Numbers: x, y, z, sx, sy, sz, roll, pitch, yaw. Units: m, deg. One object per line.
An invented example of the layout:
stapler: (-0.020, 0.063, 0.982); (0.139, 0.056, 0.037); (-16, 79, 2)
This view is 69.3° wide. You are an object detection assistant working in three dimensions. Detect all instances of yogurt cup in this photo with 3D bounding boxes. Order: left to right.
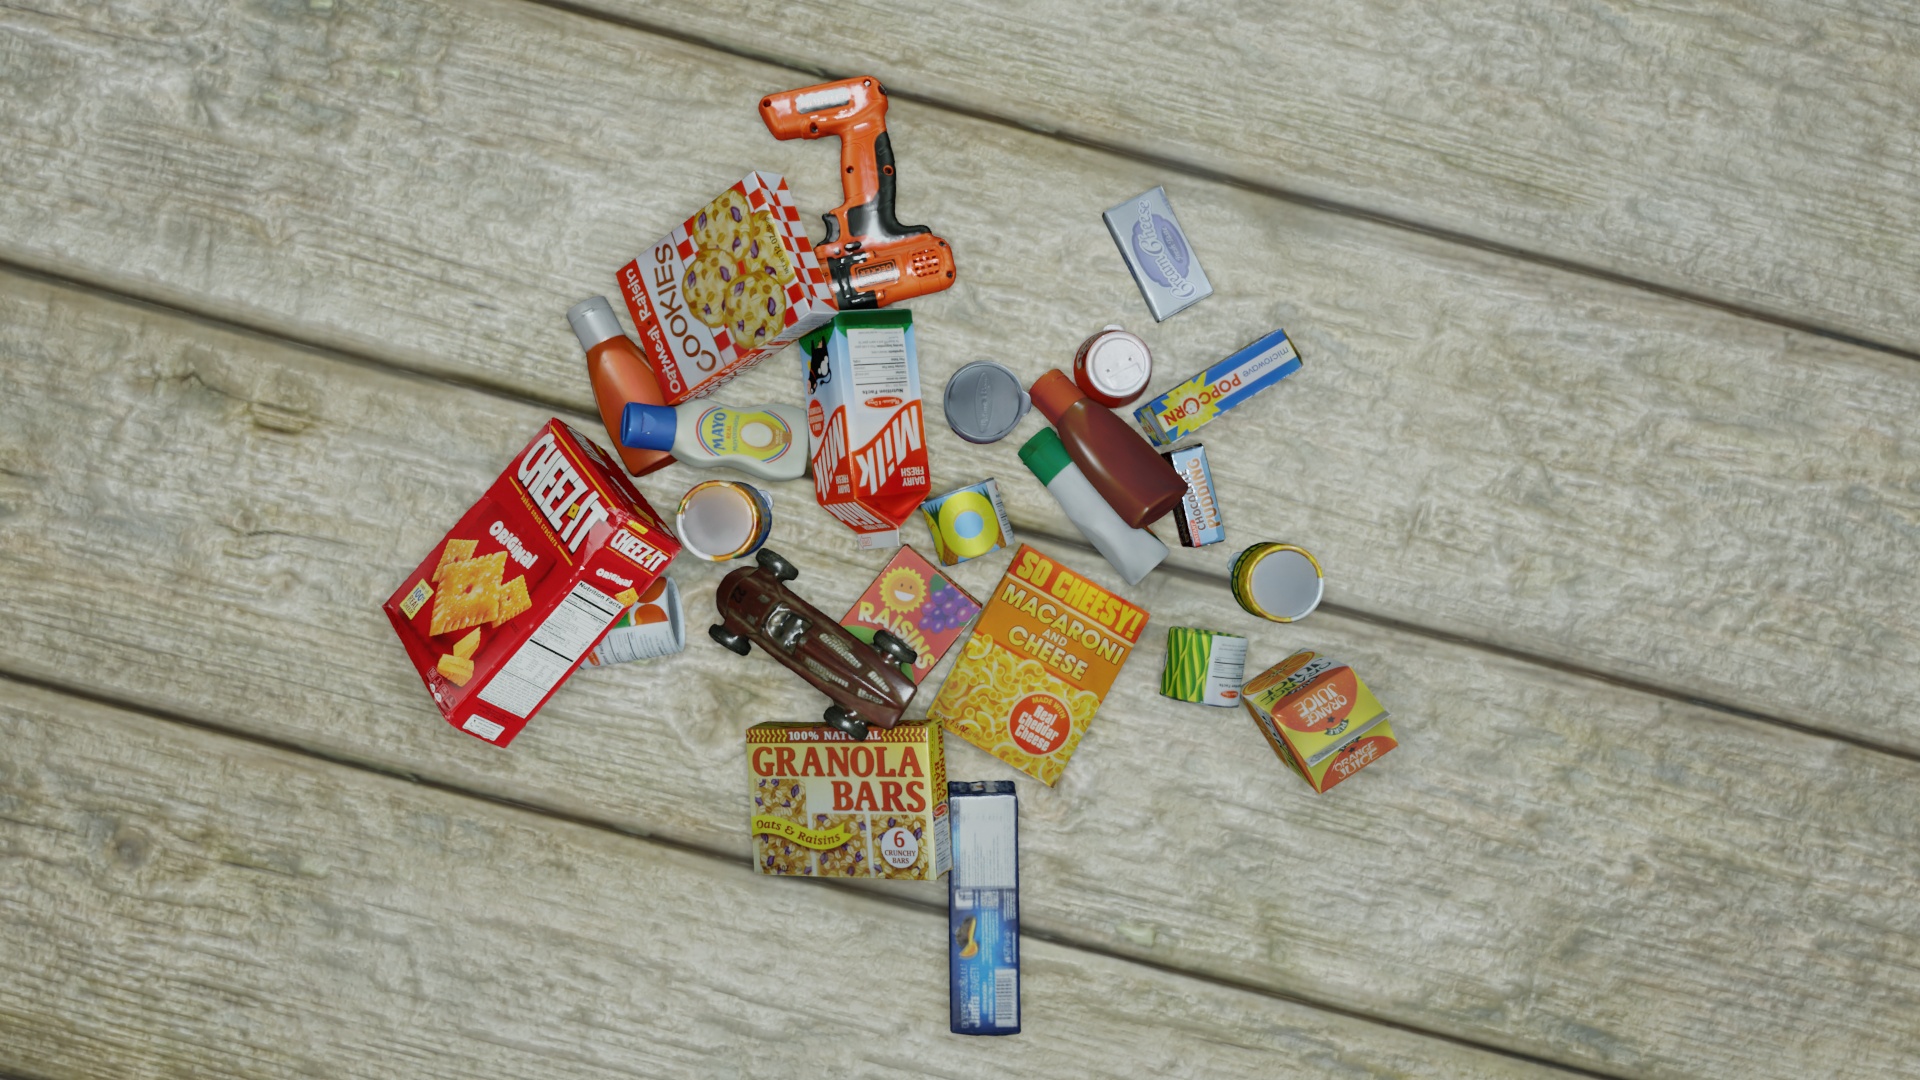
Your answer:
yogurt cup: (0.129, -0.144, 1.156); (0.072, 0.054, 0.072); (0, 92, -1)

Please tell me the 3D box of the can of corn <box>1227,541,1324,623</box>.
can of corn: (0.261, 0.033, 1.158); (0.071, 0.058, 0.071); (0, 91, -1)

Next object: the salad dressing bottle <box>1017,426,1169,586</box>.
salad dressing bottle: (0.109, -0.030, 1.156); (0.044, 0.064, 0.148); (-42, 84, 0)

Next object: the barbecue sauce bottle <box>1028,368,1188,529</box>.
barbecue sauce bottle: (0.116, -0.078, 1.133); (0.065, 0.043, 0.149); (-26, 66, -40)

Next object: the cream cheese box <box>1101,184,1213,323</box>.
cream cheese box: (0.166, -0.241, 1.169); (0.053, 0.024, 0.103); (-27, 91, 0)

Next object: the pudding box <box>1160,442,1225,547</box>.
pudding box: (0.194, -0.037, 1.160); (0.030, 0.049, 0.083); (-13, 92, -2)

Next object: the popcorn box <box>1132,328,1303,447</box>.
popcorn box: (0.210, -0.124, 1.141); (0.127, 0.085, 0.038); (-30, 92, 0)

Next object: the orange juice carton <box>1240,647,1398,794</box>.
orange juice carton: (0.282, 0.141, 1.093); (0.072, 0.193, 0.073); (-32, 91, 1)

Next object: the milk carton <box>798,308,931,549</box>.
milk carton: (-0.077, -0.088, 1.133); (0.073, 0.072, 0.190); (-7, 91, -31)

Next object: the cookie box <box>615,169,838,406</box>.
cookie box: (-0.191, -0.199, 1.112); (0.167, 0.040, 0.123); (-26, 83, 30)

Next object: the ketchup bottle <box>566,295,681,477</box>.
ketchup bottle: (-0.278, -0.130, 1.155); (0.065, 0.043, 0.148); (-27, 91, -6)

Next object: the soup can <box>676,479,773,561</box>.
soup can: (-0.191, -0.018, 1.138); (0.071, 0.084, 0.071); (0, 91, -1)

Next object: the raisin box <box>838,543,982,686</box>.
raisin box: (-0.052, 0.076, 1.164); (0.086, 0.040, 0.123); (40, 92, 0)

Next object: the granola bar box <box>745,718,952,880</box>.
granola bar box: (-0.091, 0.211, 1.136); (0.165, 0.039, 0.124); (-4, 90, 22)

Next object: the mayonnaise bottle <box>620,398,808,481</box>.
mayonnaise bottle: (-0.199, -0.086, 1.131); (0.148, 0.041, 0.065); (5, 82, -25)

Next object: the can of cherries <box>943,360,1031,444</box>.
can of cherries: (0.021, -0.112, 1.153); (0.071, 0.058, 0.071); (0, 90, -1)

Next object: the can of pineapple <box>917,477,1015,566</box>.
can of pineapple: (0.004, -0.014, 1.150); (0.071, 0.071, 0.058); (-19, 92, 0)

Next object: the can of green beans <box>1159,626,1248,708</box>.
can of green beans: (0.202, 0.105, 1.155); (0.071, 0.071, 0.058); (8, 90, -1)

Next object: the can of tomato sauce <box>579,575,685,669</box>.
can of tomato sauce: (-0.276, 0.065, 1.149); (0.083, 0.071, 0.071); (-9, 91, -1)

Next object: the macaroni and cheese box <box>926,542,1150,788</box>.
macaroni and cheese box: (0.064, 0.103, 1.166); (0.124, 0.040, 0.166); (29, 91, -1)
